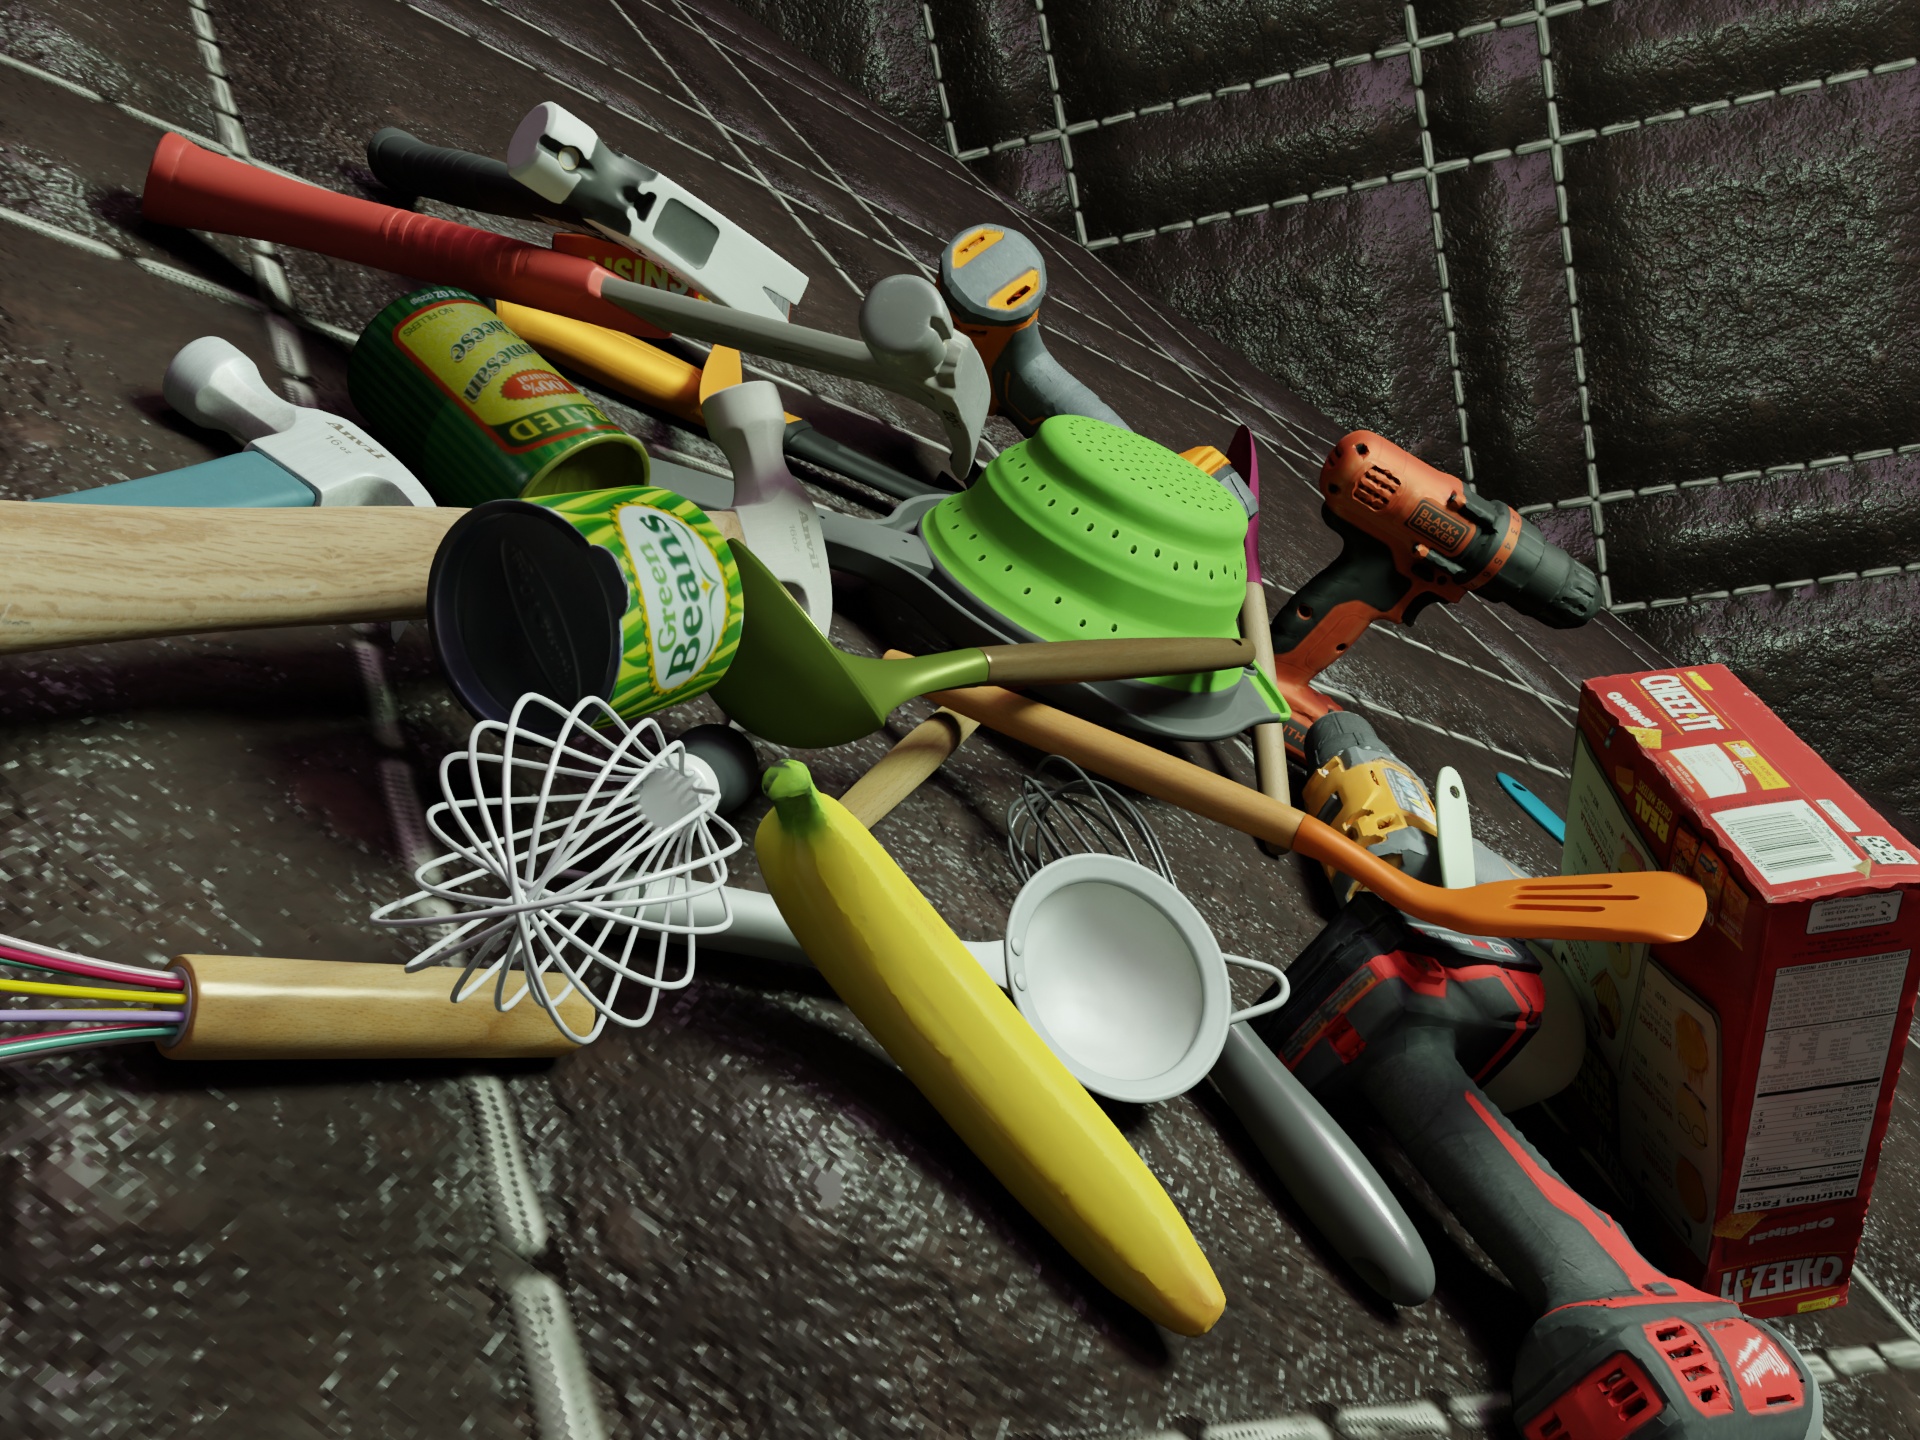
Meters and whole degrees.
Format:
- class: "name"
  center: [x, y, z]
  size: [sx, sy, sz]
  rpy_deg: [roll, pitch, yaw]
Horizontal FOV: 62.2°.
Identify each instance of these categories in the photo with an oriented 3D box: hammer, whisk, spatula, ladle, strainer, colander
- class: "hammer"
  center: [-0.164, -0.175, 0.647]
  size: [0.359, 0.037, 0.149]
  rpy_deg: [16, -6, 9]
- class: "whisk"
  center: [0.088, 0.104, 0.572]
  size: [0.055, 0.055, 0.239]
  rpy_deg: [6, 39, -50]
- class: "spatula"
  center: [0.109, 0.025, 0.604]
  size: [0.323, 0.041, 0.081]
  rpy_deg: [22, 19, 22]
- class: "ladle"
  center: [-0.001, -0.002, 0.688]
  size: [0.069, 0.031, 0.315]
  rpy_deg: [33, 23, 6]
- class: "ladle"
  center: [0.029, -0.031, 0.609]
  size: [0.320, 0.062, 0.078]
  rpy_deg: [-5, 43, -47]
- class: "strainer"
  center: [-0.009, 0.074, 0.502]
  size: [0.258, 0.050, 0.087]
  rpy_deg: [15, 56, -29]
- class: "whisk"
  center: [-0.173, 0.055, 0.308]
  size: [0.244, 0.047, 0.051]
  rpy_deg: [14, 29, -48]
- class: "hammer"
  center: [-0.113, -0.164, 0.849]
  size: [0.336, 0.034, 0.127]
  rpy_deg: [20, 27, -32]
- class: "colander"
  center: [0.000, -0.102, 0.739]
  size: [0.396, 0.094, 0.205]
  rpy_deg: [14, 27, -25]
- class: "hammer"
  center: [-0.203, -0.247, 0.755]
  size: [0.146, 0.035, 0.335]
  rpy_deg: [24, 3, -43]
- class: "hammer"
  center: [-0.251, -0.042, 0.408]
  size: [0.128, 0.033, 0.331]
  rpy_deg: [34, 22, 2]
- class: "hammer"
  center: [-0.140, -0.047, 0.487]
  size: [0.331, 0.031, 0.130]
  rpy_deg: [-14, 88, -60]
- class: "whisk"
  center: [-0.077, 0.023, 0.411]
  size: [0.070, 0.070, 0.284]
  rpy_deg: [33, 3, -3]

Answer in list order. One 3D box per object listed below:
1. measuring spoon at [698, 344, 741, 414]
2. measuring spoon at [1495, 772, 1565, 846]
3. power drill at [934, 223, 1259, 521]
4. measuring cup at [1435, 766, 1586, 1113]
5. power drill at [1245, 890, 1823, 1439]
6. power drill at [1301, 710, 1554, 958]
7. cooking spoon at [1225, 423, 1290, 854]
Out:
- class: "measuring spoon"
  center: [-0.121, -0.172, 0.801]
  size: [0.021, 0.011, 0.117]
  rpy_deg: [19, 31, -17]
- class: "measuring spoon"
  center: [0.319, 0.059, 0.807]
  size: [0.042, 0.021, 0.129]
  rpy_deg: [7, 30, -34]
- class: "power drill"
  center: [0.060, -0.167, 0.949]
  size: [0.226, 0.084, 0.164]
  rpy_deg: [49, -18, 5]
- class: "measuring cup"
  center: [0.240, 0.090, 0.716]
  size: [0.083, 0.038, 0.168]
  rpy_deg: [18, 58, -26]
- class: "power drill"
  center: [0.210, 0.170, 0.570]
  size: [0.143, 0.078, 0.220]
  rpy_deg: [15, 32, -38]
- class: "power drill"
  center: [0.284, 0.080, 0.853]
  size: [0.226, 0.084, 0.185]
  rpy_deg: [25, 23, -10]
- class: "cooking spoon"
  center: [0.166, -0.055, 0.898]
  size: [0.017, 0.068, 0.319]
  rpy_deg: [10, 48, -8]
